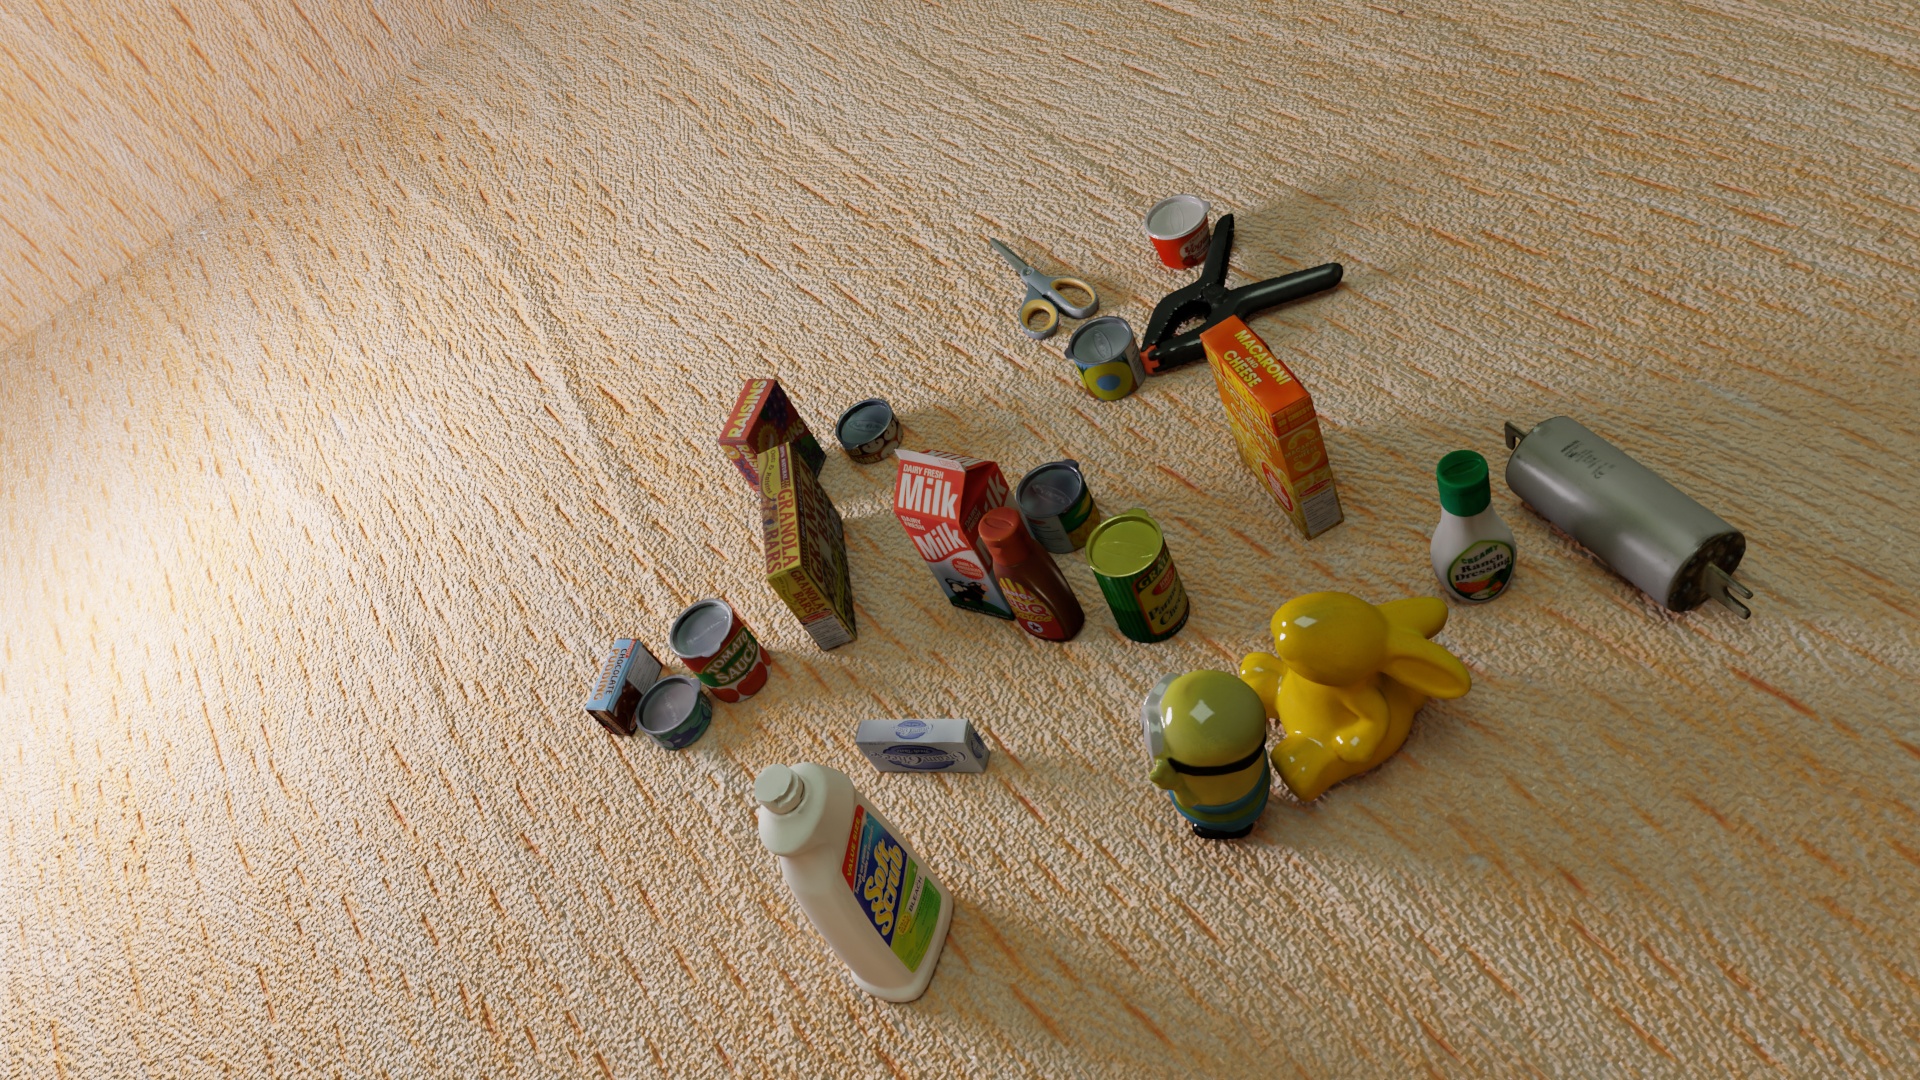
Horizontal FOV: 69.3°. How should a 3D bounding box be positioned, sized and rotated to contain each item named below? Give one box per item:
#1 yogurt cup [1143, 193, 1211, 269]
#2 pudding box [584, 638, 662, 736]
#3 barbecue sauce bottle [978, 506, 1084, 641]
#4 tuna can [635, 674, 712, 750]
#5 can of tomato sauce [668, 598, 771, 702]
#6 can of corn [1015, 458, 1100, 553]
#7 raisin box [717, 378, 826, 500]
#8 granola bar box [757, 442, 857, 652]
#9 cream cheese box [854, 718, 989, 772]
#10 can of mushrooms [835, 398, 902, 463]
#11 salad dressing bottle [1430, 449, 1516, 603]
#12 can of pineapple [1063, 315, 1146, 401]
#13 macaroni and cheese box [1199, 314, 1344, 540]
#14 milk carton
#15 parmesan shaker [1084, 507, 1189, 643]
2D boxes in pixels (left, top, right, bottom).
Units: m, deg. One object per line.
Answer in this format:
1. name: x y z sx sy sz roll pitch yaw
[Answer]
1. yogurt cup: 0.234 -0.325 1.474 0.072 0.053 0.073 -13 48 16
2. pudding box: -0.328 0.142 1.355 0.030 0.049 0.084 -2 52 25
3. barbecue sauce bottle: 0.057 0.029 1.196 0.065 0.148 0.044 15 61 35
4. tuna can: -0.270 0.162 1.322 0.071 0.032 0.071 -13 48 16
5. can of tomato sauce: -0.225 0.106 1.313 0.071 0.082 0.071 -13 48 16
6. can of corn: 0.093 -0.032 1.293 0.071 0.058 0.071 -13 48 16
7. raisin box: -0.194 -0.096 1.439 0.040 0.123 0.086 2 54 27
8. granola bar box: -0.147 0.005 1.331 0.039 0.123 0.166 -21 47 9
9. cream cheese box: -0.032 0.175 1.183 0.104 0.053 0.024 -4 52 23
10. can of mushrooms: -0.098 -0.114 1.470 0.071 0.033 0.071 -13 48 16
11. salad dressing bottle: 0.392 -0.010 1.069 0.064 0.147 0.044 -21 47 9
12. can of pineapple: 0.146 -0.182 1.393 0.071 0.057 0.071 -13 48 16
13. macaroni and cheese box: 0.267 -0.096 1.188 0.040 0.165 0.124 -30 46 1
14. milk carton: 0.004 -0.015 1.230 0.072 0.189 0.074 12 59 33
15. parmesan shaker: 0.153 0.031 1.180 0.071 0.102 0.072 -13 48 16
